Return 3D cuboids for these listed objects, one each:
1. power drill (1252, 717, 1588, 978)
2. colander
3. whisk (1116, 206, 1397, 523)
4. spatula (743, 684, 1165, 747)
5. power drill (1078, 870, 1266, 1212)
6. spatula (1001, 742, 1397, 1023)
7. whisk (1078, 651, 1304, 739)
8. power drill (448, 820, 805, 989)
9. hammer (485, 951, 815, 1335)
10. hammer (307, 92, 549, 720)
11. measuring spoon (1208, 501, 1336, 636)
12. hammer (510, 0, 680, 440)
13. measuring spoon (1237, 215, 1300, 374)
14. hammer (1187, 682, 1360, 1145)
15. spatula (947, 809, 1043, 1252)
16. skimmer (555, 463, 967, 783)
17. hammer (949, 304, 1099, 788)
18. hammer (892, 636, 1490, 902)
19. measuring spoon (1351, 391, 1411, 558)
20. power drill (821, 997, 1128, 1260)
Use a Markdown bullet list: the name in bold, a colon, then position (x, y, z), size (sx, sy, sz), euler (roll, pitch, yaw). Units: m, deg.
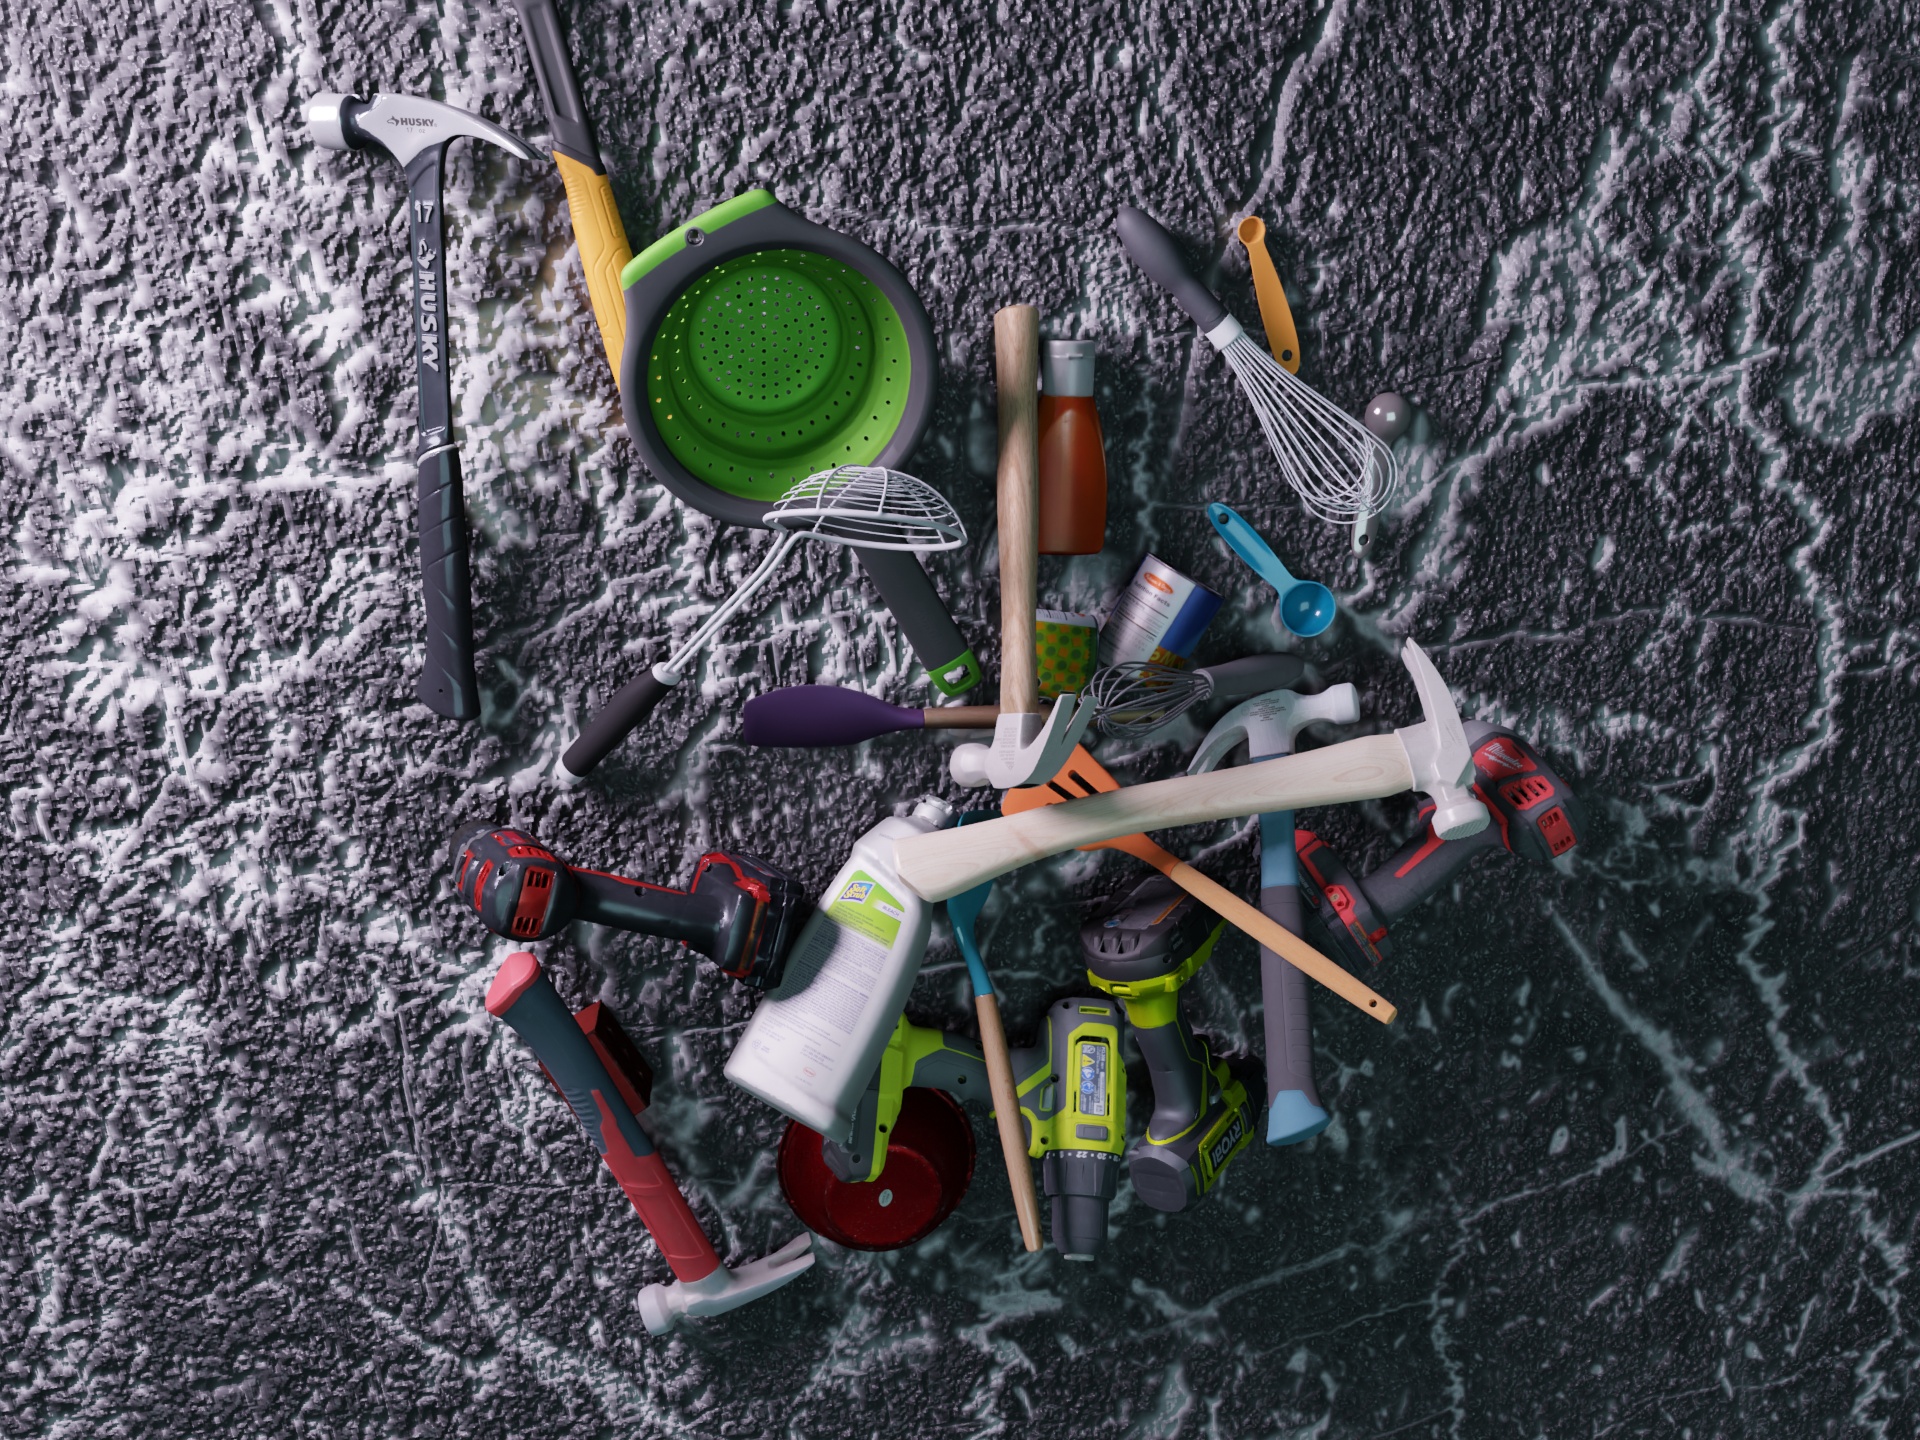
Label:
- **power drill**: position (0.342, 0.087, 1.198), size (0.219, 0.143, 0.078), euler (-34, 125, 8)
- **colander**: position (-0.088, -0.179, 1.092), size (0.204, 0.095, 0.396), euler (-29, 126, 3)
- **whisk**: position (0.208, -0.251, 1.123), size (0.070, 0.070, 0.284), euler (-43, 103, 5)
- **spatula**: position (-0.002, -0.004, 1.178), size (0.316, 0.018, 0.059), euler (-1, 130, -9)
- **power drill**: position (0.173, 0.235, 1.216), size (0.080, 0.171, 0.223), euler (-2, 110, 37)
- **spatula**: position (0.170, 0.117, 1.133), size (0.081, 0.323, 0.041), euler (-54, 148, -3)
- **whisk**: position (0.170, -0.024, 1.132), size (0.239, 0.055, 0.055), euler (-11, 111, -42)
- **power drill**: position (-0.245, 0.119, 1.120), size (0.226, 0.188, 0.080), euler (14, 91, -29)
- **hammer**: position (-0.232, 0.310, 1.175), size (0.143, 0.038, 0.385), euler (-22, 124, -4)
- **hammer**: position (-0.342, -0.196, 1.055), size (0.149, 0.036, 0.408), euler (6, 109, 10)
- **measuring spoon**: position (0.228, -0.115, 1.186), size (0.042, 0.021, 0.128), euler (-43, 98, 6)
- **hammer**: position (-0.250, -0.340, 1.040), size (0.127, 0.034, 0.336), euler (-16, 108, -4)
- **measuring spoon**: position (0.220, -0.302, 1.133), size (0.021, 0.011, 0.116), euler (-22, 111, 1)
- **hammer**: position (0.232, 0.134, 1.140), size (0.128, 0.033, 0.331), euler (-9, 65, 23)
- **spatula**: position (0.032, 0.225, 1.163), size (0.044, 0.082, 0.318), euler (-16, 79, 25)
- **skimmer**: position (-0.149, -0.045, 1.059), size (0.363, 0.090, 0.127), euler (-41, 153, 26)
- **hammer**: position (0.041, -0.119, 1.089), size (0.031, 0.130, 0.331), euler (1, 87, -35)
- **hammer**: position (0.153, 0.049, 1.128), size (0.410, 0.038, 0.146), euler (-12, 67, 0)
- **measuring spoon**: position (0.309, -0.179, 1.174), size (0.034, 0.018, 0.124), euler (5, 106, -10)
- **power drill**: position (0.015, 0.301, 1.202), size (0.228, 0.080, 0.191), euler (7, 68, -8)
